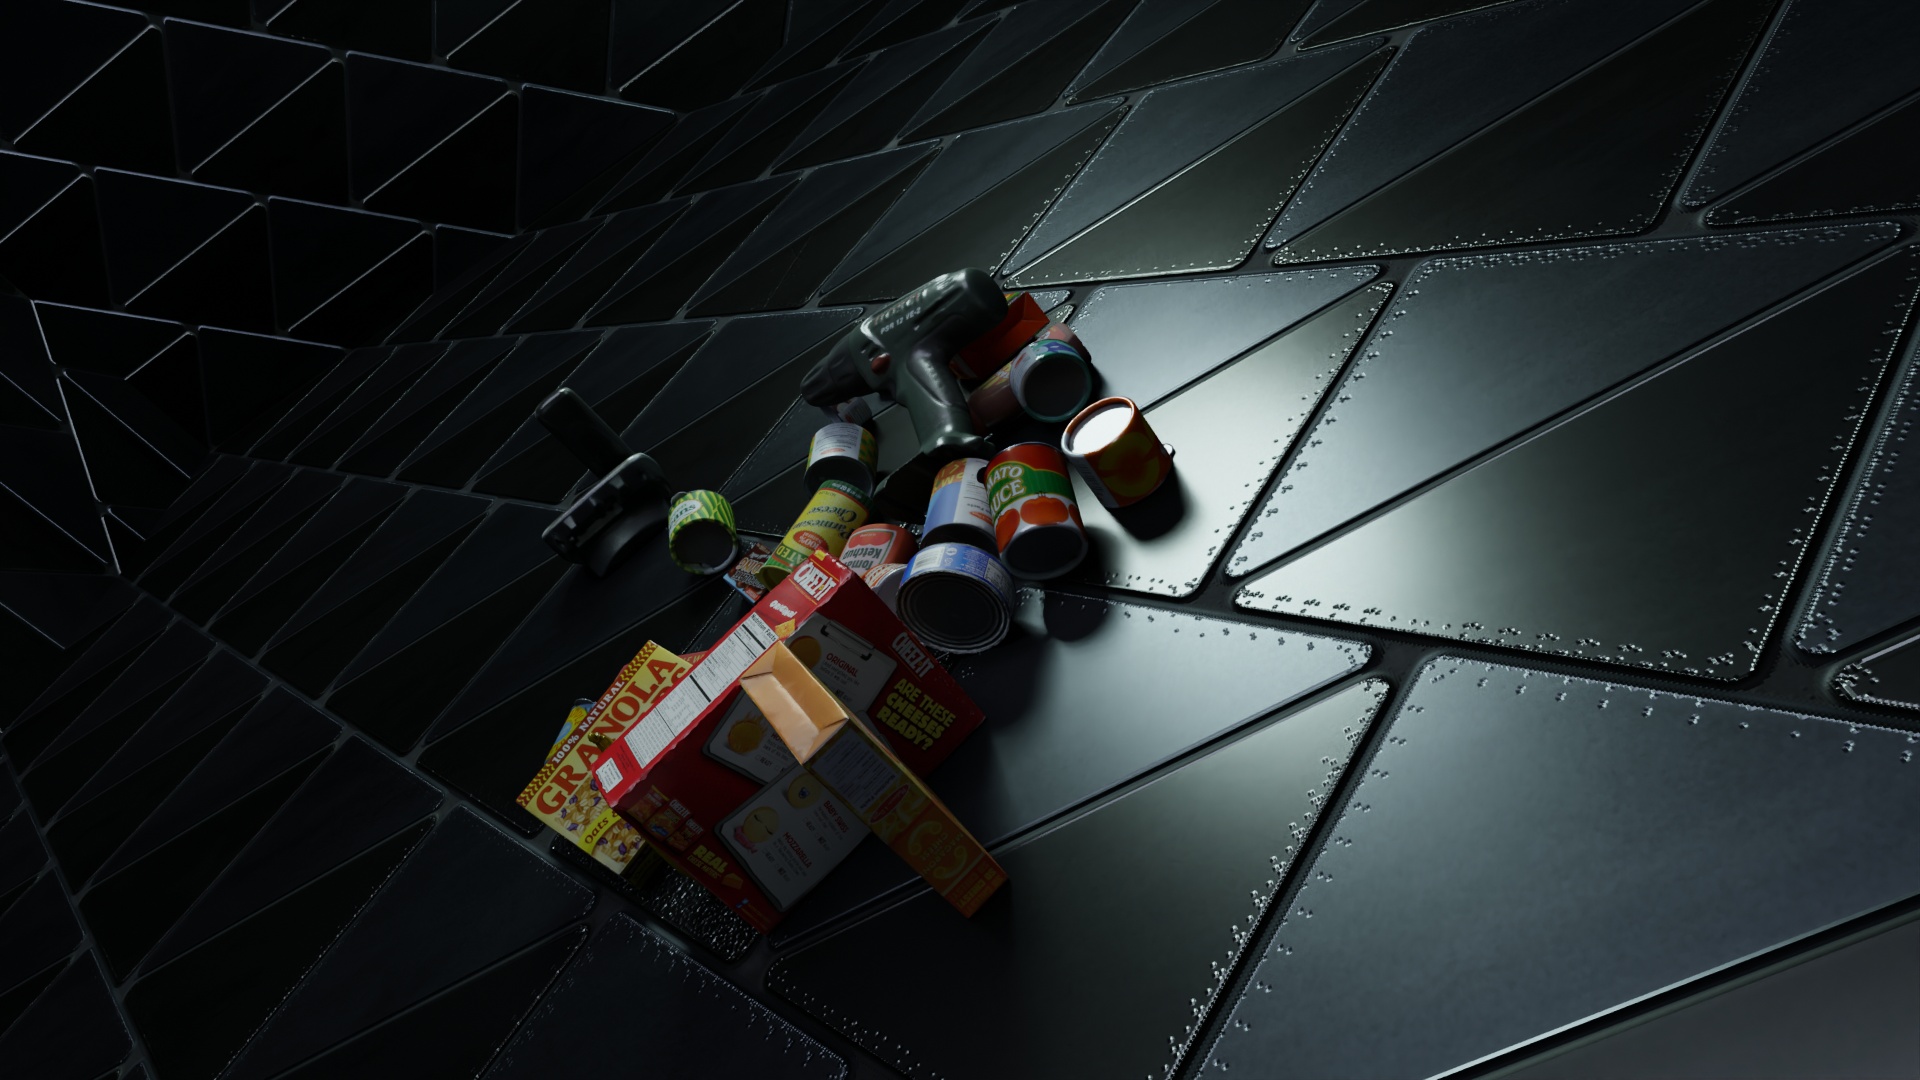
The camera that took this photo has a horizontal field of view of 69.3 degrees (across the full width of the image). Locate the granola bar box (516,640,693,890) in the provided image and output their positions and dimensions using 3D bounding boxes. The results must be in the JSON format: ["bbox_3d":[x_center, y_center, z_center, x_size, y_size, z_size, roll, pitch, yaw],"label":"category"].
[{"bbox_3d":[-0.253,0.176,1.110,0.124,0.039,0.166,25,65,28],"label":"granola bar box"}]

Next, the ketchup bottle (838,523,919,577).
[{"bbox_3d":[-0.087,0.054,1.134,0.064,0.043,0.149,-5,45,34],"label":"ketchup bottle"}]

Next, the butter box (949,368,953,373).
[{"bbox_3d":[-0.047,-0.174,1.409,0.053,0.024,0.103,-50,32,-19],"label":"butter box"}]

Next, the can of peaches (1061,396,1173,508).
[{"bbox_3d":[0.120,-0.070,1.060,0.071,0.058,0.071,-28,32,20],"label":"can of peaches"}]

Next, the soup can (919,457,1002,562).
[{"bbox_3d":[0.004,-0.014,1.105,0.071,0.071,0.084,-23,34,26],"label":"soup can"}]

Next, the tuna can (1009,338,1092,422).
[{"bbox_3d":[0.080,-0.135,1.187,0.071,0.071,0.033,-35,32,7],"label":"tuna can"}]

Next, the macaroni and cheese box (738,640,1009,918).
[{"bbox_3d":[-0.055,0.147,0.857,0.040,0.166,0.124,-44,30,-7],"label":"macaroni and cheese box"}]

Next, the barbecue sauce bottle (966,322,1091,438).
[{"bbox_3d":[0.045,-0.132,1.236,0.148,0.043,0.065,-38,20,3],"label":"barbecue sauce bottle"}]

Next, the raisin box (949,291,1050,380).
[{"bbox_3d":[0.028,-0.191,1.304,0.086,0.040,0.123,-41,12,-2],"label":"raisin box"}]

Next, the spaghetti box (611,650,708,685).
[{"bbox_3d":[-0.216,0.120,1.199,0.249,0.028,0.050,-12,40,37],"label":"spaghetti box"}]

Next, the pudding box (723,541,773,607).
[{"bbox_3d":[-0.178,0.037,1.265,0.050,0.030,0.084,-46,31,-9],"label":"pudding box"}]

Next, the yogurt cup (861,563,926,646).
[{"bbox_3d":[-0.049,0.048,1.083,0.072,0.072,0.054,-46,23,-12],"label":"yogurt cup"}]

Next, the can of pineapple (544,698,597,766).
[{"bbox_3d":[-0.315,0.180,1.186,0.071,0.071,0.058,-18,37,32],"label":"can of pineapple"}]

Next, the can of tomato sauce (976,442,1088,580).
[{"bbox_3d":[0.054,-0.022,1.041,0.071,0.071,0.083,-28,47,18],"label":"can of tomato sauce"}]

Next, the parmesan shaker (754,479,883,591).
[{"bbox_3d":[-0.122,0.004,1.210,0.071,0.071,0.103,-2,47,46],"label":"parmesan shaker"}]

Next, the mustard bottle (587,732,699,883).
[{"bbox_3d":[-0.207,0.181,0.981,0.049,0.160,0.065,2,48,50],"label":"mustard bottle"}]

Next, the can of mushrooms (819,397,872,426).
[{"bbox_3d":[-0.123,-0.142,1.404,0.033,0.071,0.071,-42,31,-7],"label":"can of mushrooms"}]

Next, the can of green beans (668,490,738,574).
[{"bbox_3d":[-0.254,-0.008,1.371,0.071,0.071,0.058,-35,31,8],"label":"can of green beans"}]

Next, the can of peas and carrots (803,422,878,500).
[{"bbox_3d":[-0.110,-0.066,1.298,0.071,0.070,0.059,-27,32,20],"label":"can of peas and carrots"}]
